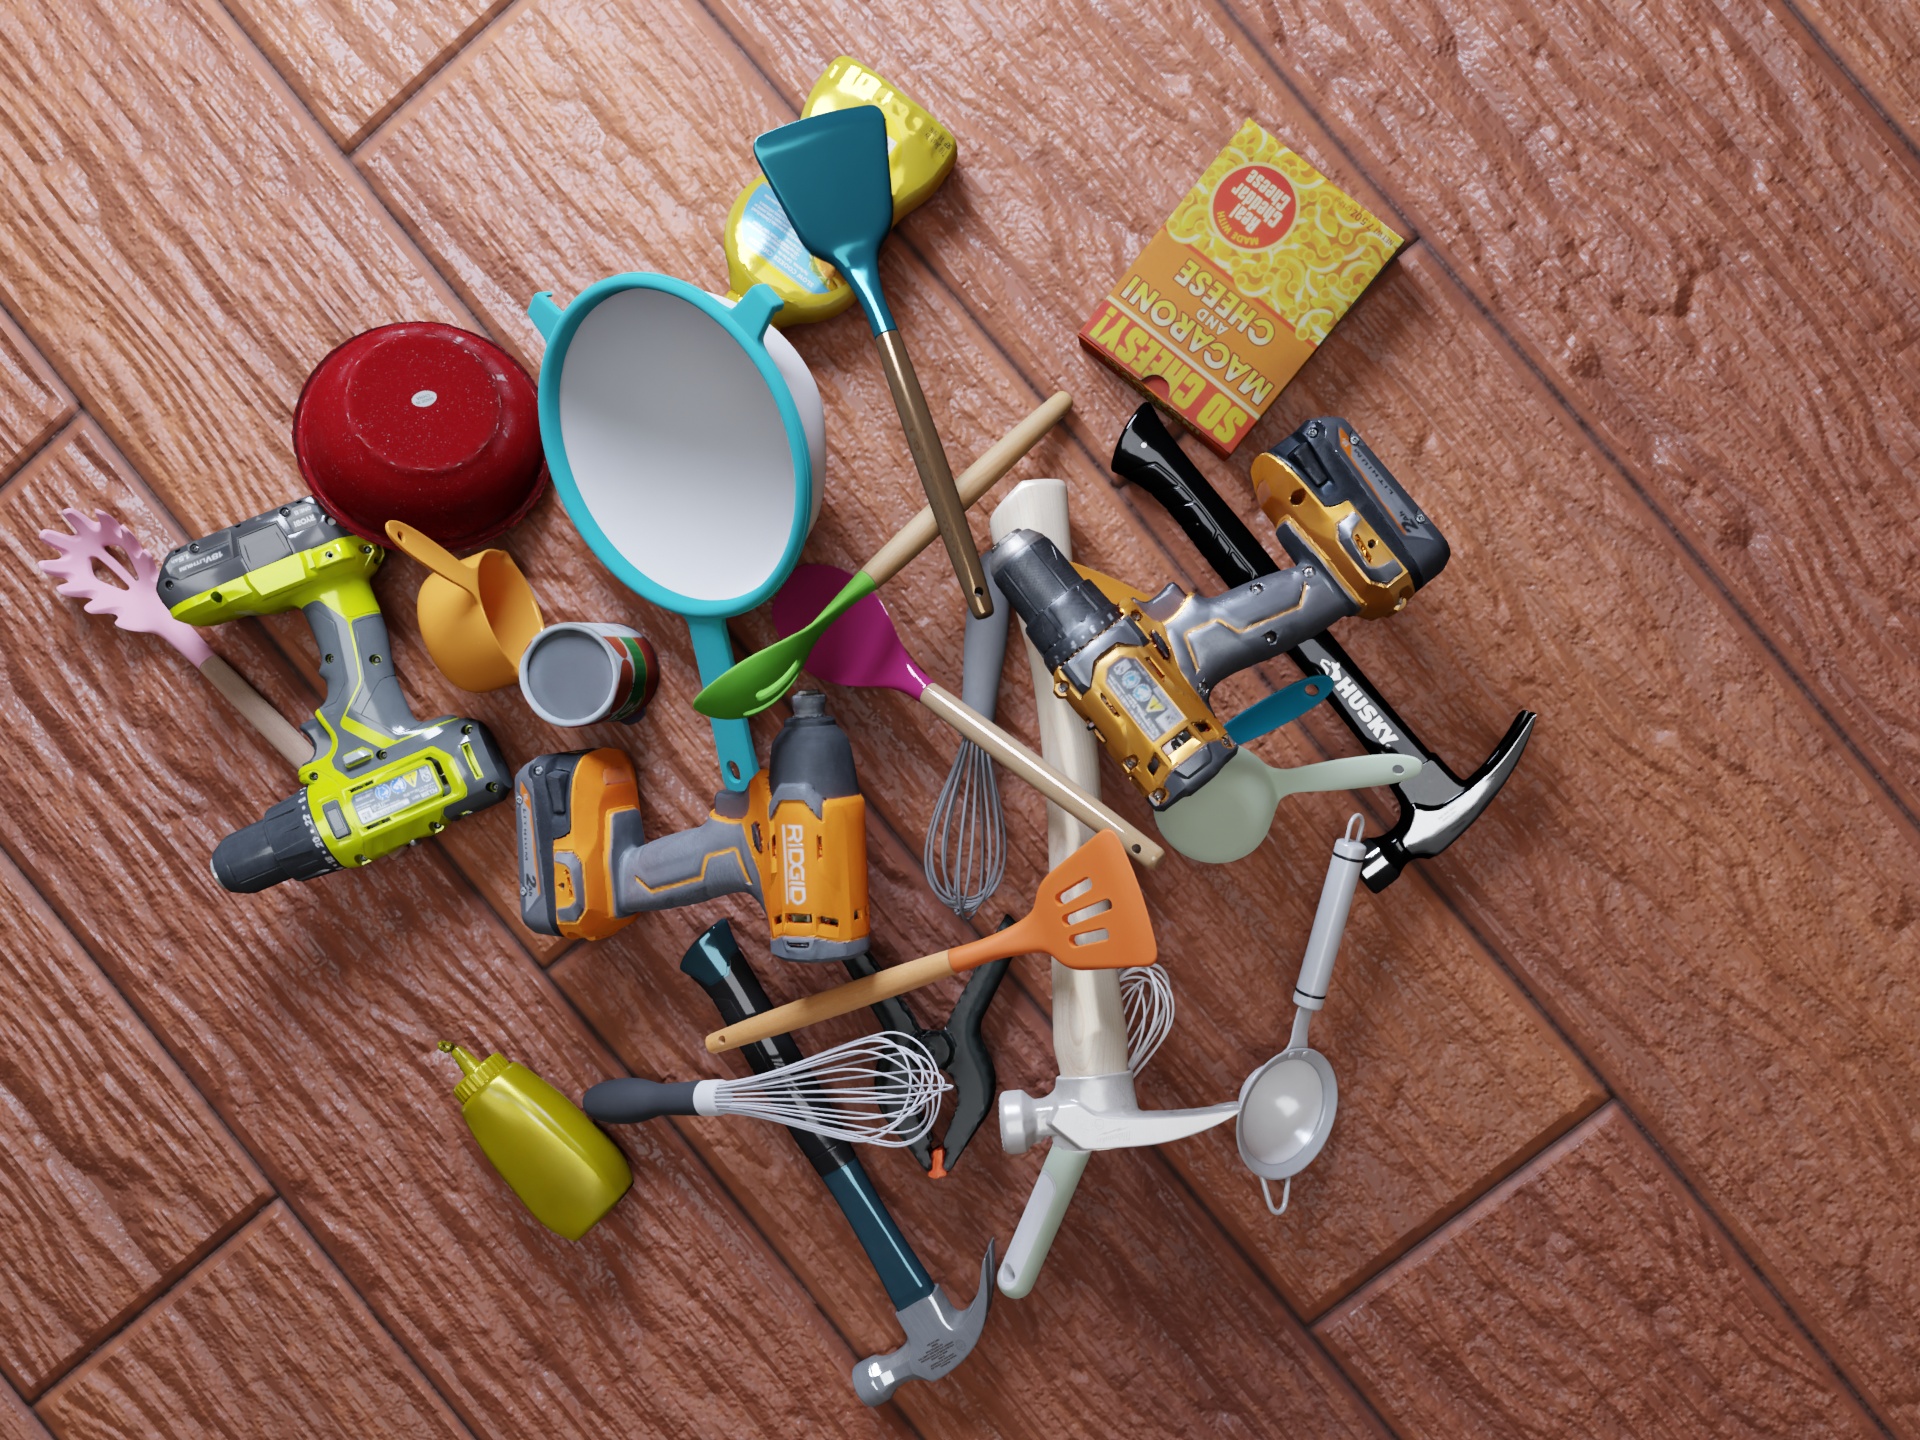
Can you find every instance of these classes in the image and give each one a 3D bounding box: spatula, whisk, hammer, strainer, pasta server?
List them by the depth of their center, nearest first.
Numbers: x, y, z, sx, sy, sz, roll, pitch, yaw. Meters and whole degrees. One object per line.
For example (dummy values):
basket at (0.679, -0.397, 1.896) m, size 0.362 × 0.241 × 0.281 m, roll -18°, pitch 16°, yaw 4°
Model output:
spatula at (-0.037, -0.210, 0.951) m, size 0.082 × 0.044 × 0.317 m, roll -18°, pitch 82°, yaw -8°
spatula at (-0.029, 0.153, 0.964) m, size 0.322 × 0.041 × 0.081 m, roll -22°, pitch 78°, yaw 22°
hammer at (0.079, 0.054, 0.981) m, size 0.146 × 0.038 × 0.411 m, roll -6°, pitch 86°, yaw 4°
strainer at (0.216, 0.181, 0.998) m, size 0.086 × 0.050 × 0.258 m, roll 7°, pitch 102°, yaw -34°
hammer at (0.213, -0.064, 1.000) m, size 0.146 × 0.035 × 0.335 m, roll -39°, pitch 89°, yaw 7°
whisk at (-0.130, 0.238, 1.007) m, size 0.284 × 0.070 × 0.070 m, roll -10°, pitch 93°, yaw 30°
strainer at (-0.145, -0.118, 1.008) m, size 0.211 × 0.095 × 0.340 m, roll 8°, pitch 119°, yaw 32°
whisk at (0.012, 0.009, 1.021) m, size 0.055 × 0.055 × 0.239 m, roll 5°, pitch 89°, yaw 5°
whisk at (0.076, 0.266, 1.028) m, size 0.059 × 0.058 × 0.246 m, roll 14°, pitch 102°, yaw -39°
hammer at (-0.089, 0.283, 1.049) m, size 0.128 × 0.033 × 0.331 m, roll -31°, pitch 89°, yaw 12°
pasta server at (-0.491, -0.021, 1.072) m, size 0.316 × 0.040 × 0.060 m, roll 45°, pitch 86°, yaw 1°

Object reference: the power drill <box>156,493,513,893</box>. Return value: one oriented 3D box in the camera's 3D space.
power drill at (-0.423, -0.013, 1.033) m, size 0.190 × 0.080 × 0.228 m, roll -23°, pitch 91°, yaw -6°

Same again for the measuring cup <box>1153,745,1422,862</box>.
measuring cup at (0.197, 0.047, 0.974) m, size 0.167 × 0.038 × 0.083 m, roll -10°, pitch 114°, yaw 27°

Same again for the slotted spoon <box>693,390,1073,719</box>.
slotted spoon at (-0.038, -0.102, 0.968) m, size 0.031 × 0.070 × 0.314 m, roll 44°, pitch 72°, yaw 6°

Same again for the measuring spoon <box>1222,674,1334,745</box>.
measuring spoon at (0.178, 0.001, 0.994) m, size 0.128 × 0.021 × 0.042 m, roll -31°, pitch 104°, yaw 29°

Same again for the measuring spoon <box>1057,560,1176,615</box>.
measuring spoon at (0.093, -0.076, 0.980) m, size 0.116 × 0.011 × 0.021 m, roll 19°, pitch 69°, yaw -17°

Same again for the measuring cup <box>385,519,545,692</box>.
measuring cup at (-0.322, -0.075, 0.988) m, size 0.052 × 0.173 × 0.095 m, roll -19°, pitch 66°, yaw 11°

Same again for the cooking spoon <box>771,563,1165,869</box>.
cooking spoon at (-0.002, -0.003, 0.978) m, size 0.319 × 0.017 × 0.068 m, roll 36°, pitch 100°, yaw 27°

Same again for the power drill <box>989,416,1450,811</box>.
power drill at (0.145, -0.083, 0.934) m, size 0.226 × 0.084 × 0.185 m, roll -38°, pitch 85°, yaw -4°

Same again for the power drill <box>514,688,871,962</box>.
power drill at (-0.164, 0.063, 0.996) m, size 0.226 × 0.084 × 0.164 m, roll 0°, pitch 94°, yaw 22°
